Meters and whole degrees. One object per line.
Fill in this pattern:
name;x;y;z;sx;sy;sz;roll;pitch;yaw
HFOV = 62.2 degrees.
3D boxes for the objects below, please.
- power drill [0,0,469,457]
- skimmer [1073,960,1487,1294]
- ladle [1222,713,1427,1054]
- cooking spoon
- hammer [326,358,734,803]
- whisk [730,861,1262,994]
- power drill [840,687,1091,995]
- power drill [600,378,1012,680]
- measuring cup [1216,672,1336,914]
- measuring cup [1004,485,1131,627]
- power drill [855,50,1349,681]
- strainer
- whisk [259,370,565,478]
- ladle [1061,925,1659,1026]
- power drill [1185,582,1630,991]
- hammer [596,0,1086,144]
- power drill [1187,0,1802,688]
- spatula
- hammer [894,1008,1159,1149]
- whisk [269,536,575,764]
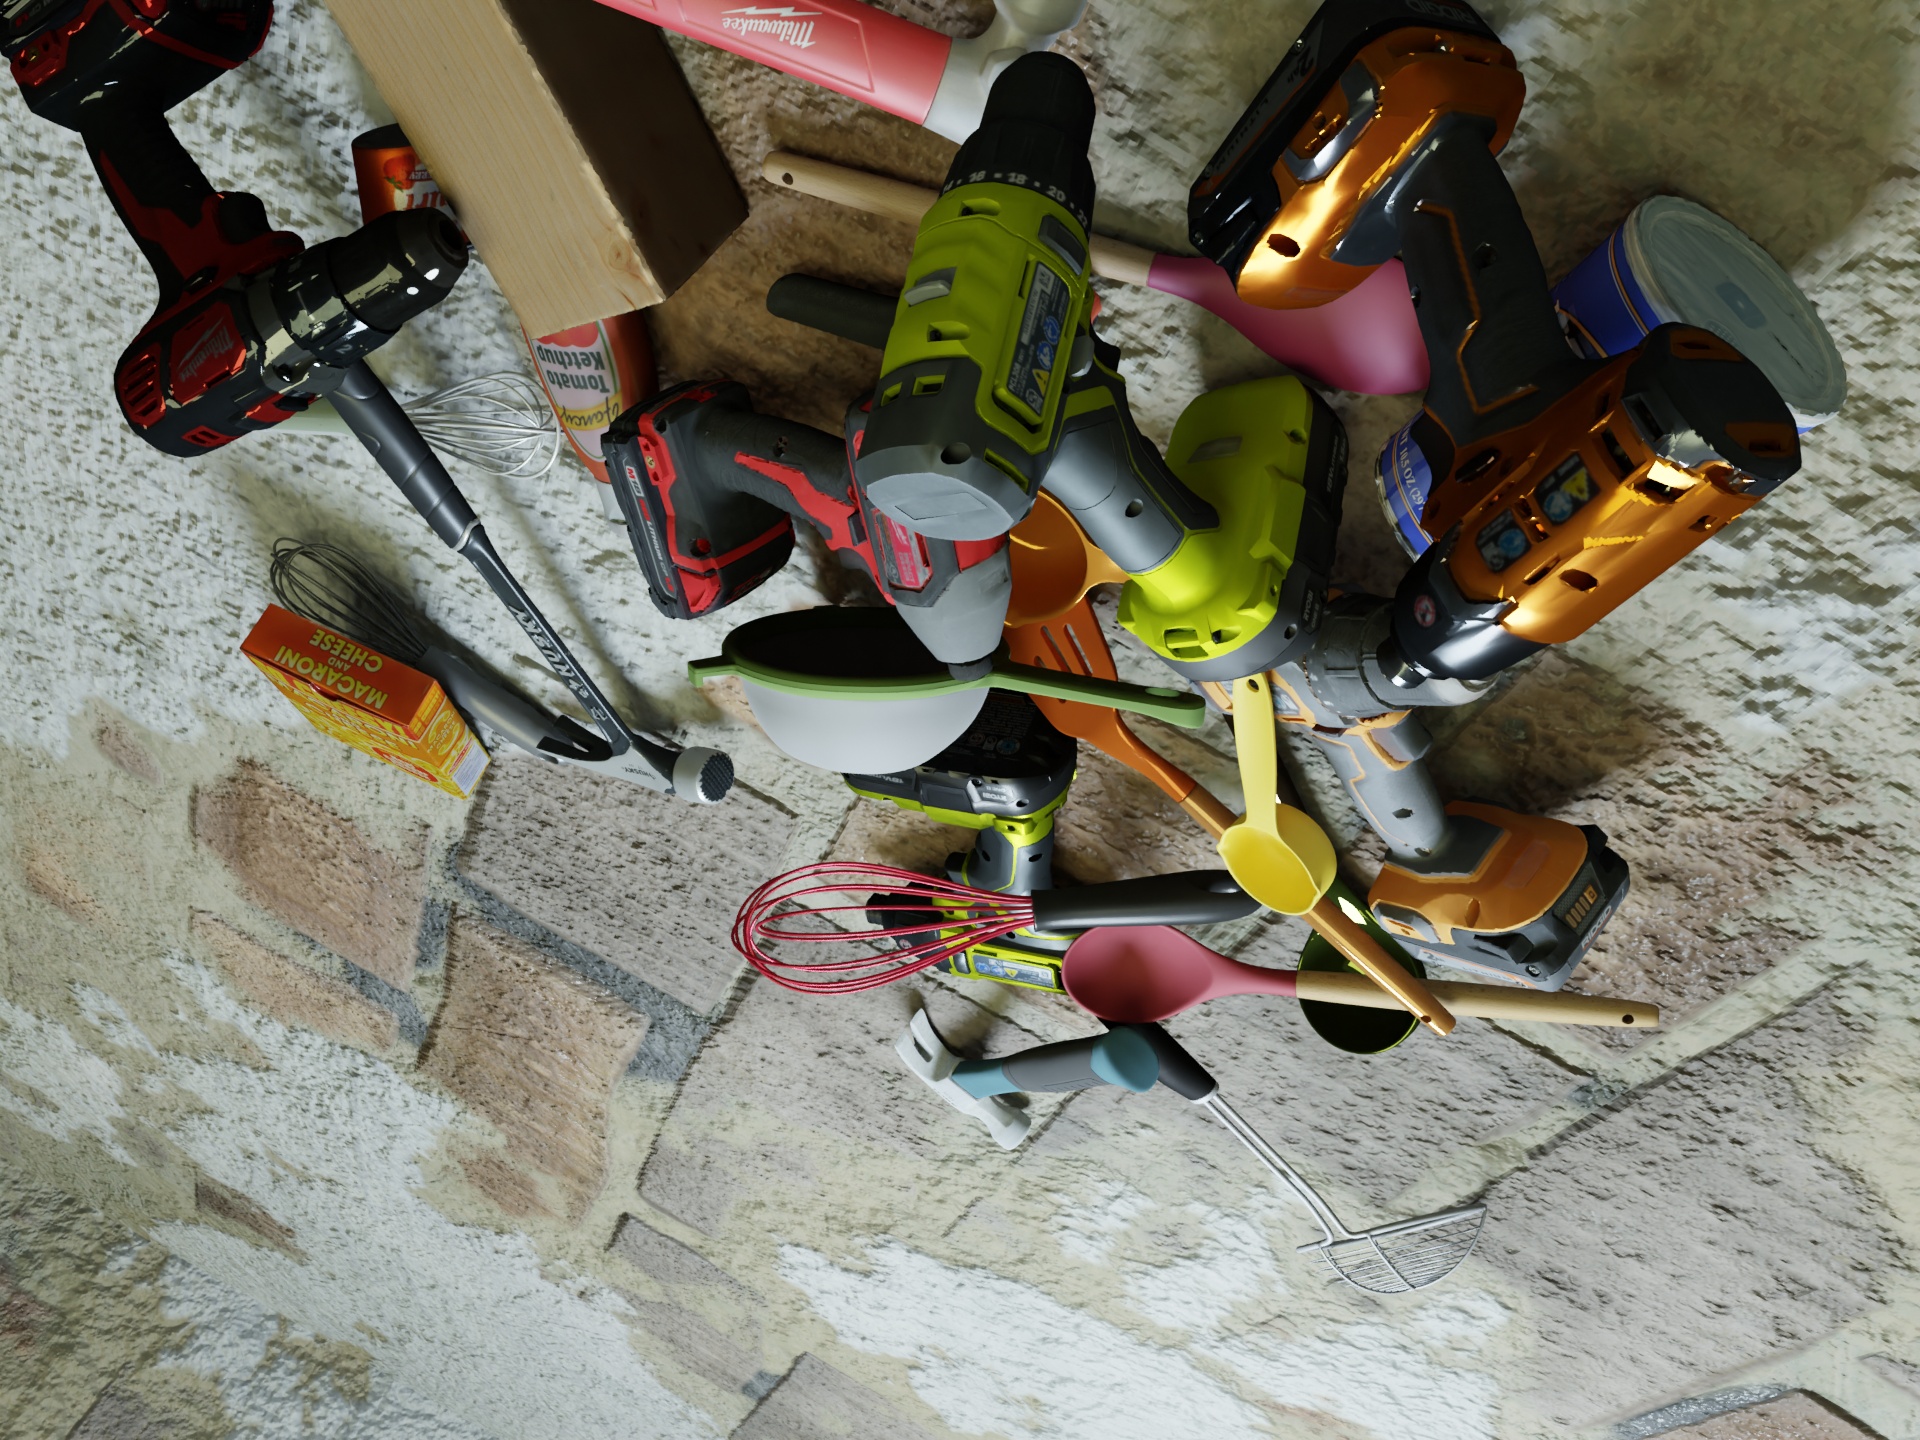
power drill;-0.334;-0.255;0.735;0.188;0.080;0.227;-22;87;20
skimmer;0.197;0.251;1.014;0.127;0.090;0.363;-31;112;38
ladle;0.175;0.056;0.864;0.078;0.062;0.320;-9;123;37
cooking spoon;0.059;-0.204;0.698;0.319;0.017;0.068;19;139;11
hammer;-0.279;-0.095;0.925;0.149;0.036;0.408;9;143;34
whisk;0.021;0.107;0.877;0.296;0.073;0.073;-5;133;0
power drill;0.005;0.077;0.962;0.171;0.080;0.223;8;137;20
power drill;-0.068;-0.096;0.777;0.220;0.078;0.143;12;127;41
measuring cup;0.152;0.028;0.766;0.062;0.029;0.156;24;140;39
measuring cup;0.070;-0.092;0.780;0.174;0.052;0.095;9;134;16
power drill;0.065;-0.131;0.636;0.080;0.191;0.228;-4;155;42
strainer;-0.001;-0.003;0.820;0.256;0.151;0.069;10;110;21
whisk;-0.325;-0.173;0.918;0.246;0.058;0.059;8;109;28
ladle;0.211;0.146;0.870;0.315;0.031;0.069;2;113;20
power drill;0.223;0.026;0.749;0.226;0.084;0.185;48;163;-19
hammer;-0.154;-0.285;0.610;0.386;0.038;0.143;16;123;-14
power drill;0.170;-0.129;0.572;0.164;0.084;0.227;-50;55;48
spatula;0.142;0.049;0.843;0.322;0.041;0.081;42;134;0
hammer;0.046;0.232;1.049;0.128;0.033;0.331;40;156;-6
whisk;-0.358;-0.043;1.067;0.238;0.055;0.055;37;138;-15
